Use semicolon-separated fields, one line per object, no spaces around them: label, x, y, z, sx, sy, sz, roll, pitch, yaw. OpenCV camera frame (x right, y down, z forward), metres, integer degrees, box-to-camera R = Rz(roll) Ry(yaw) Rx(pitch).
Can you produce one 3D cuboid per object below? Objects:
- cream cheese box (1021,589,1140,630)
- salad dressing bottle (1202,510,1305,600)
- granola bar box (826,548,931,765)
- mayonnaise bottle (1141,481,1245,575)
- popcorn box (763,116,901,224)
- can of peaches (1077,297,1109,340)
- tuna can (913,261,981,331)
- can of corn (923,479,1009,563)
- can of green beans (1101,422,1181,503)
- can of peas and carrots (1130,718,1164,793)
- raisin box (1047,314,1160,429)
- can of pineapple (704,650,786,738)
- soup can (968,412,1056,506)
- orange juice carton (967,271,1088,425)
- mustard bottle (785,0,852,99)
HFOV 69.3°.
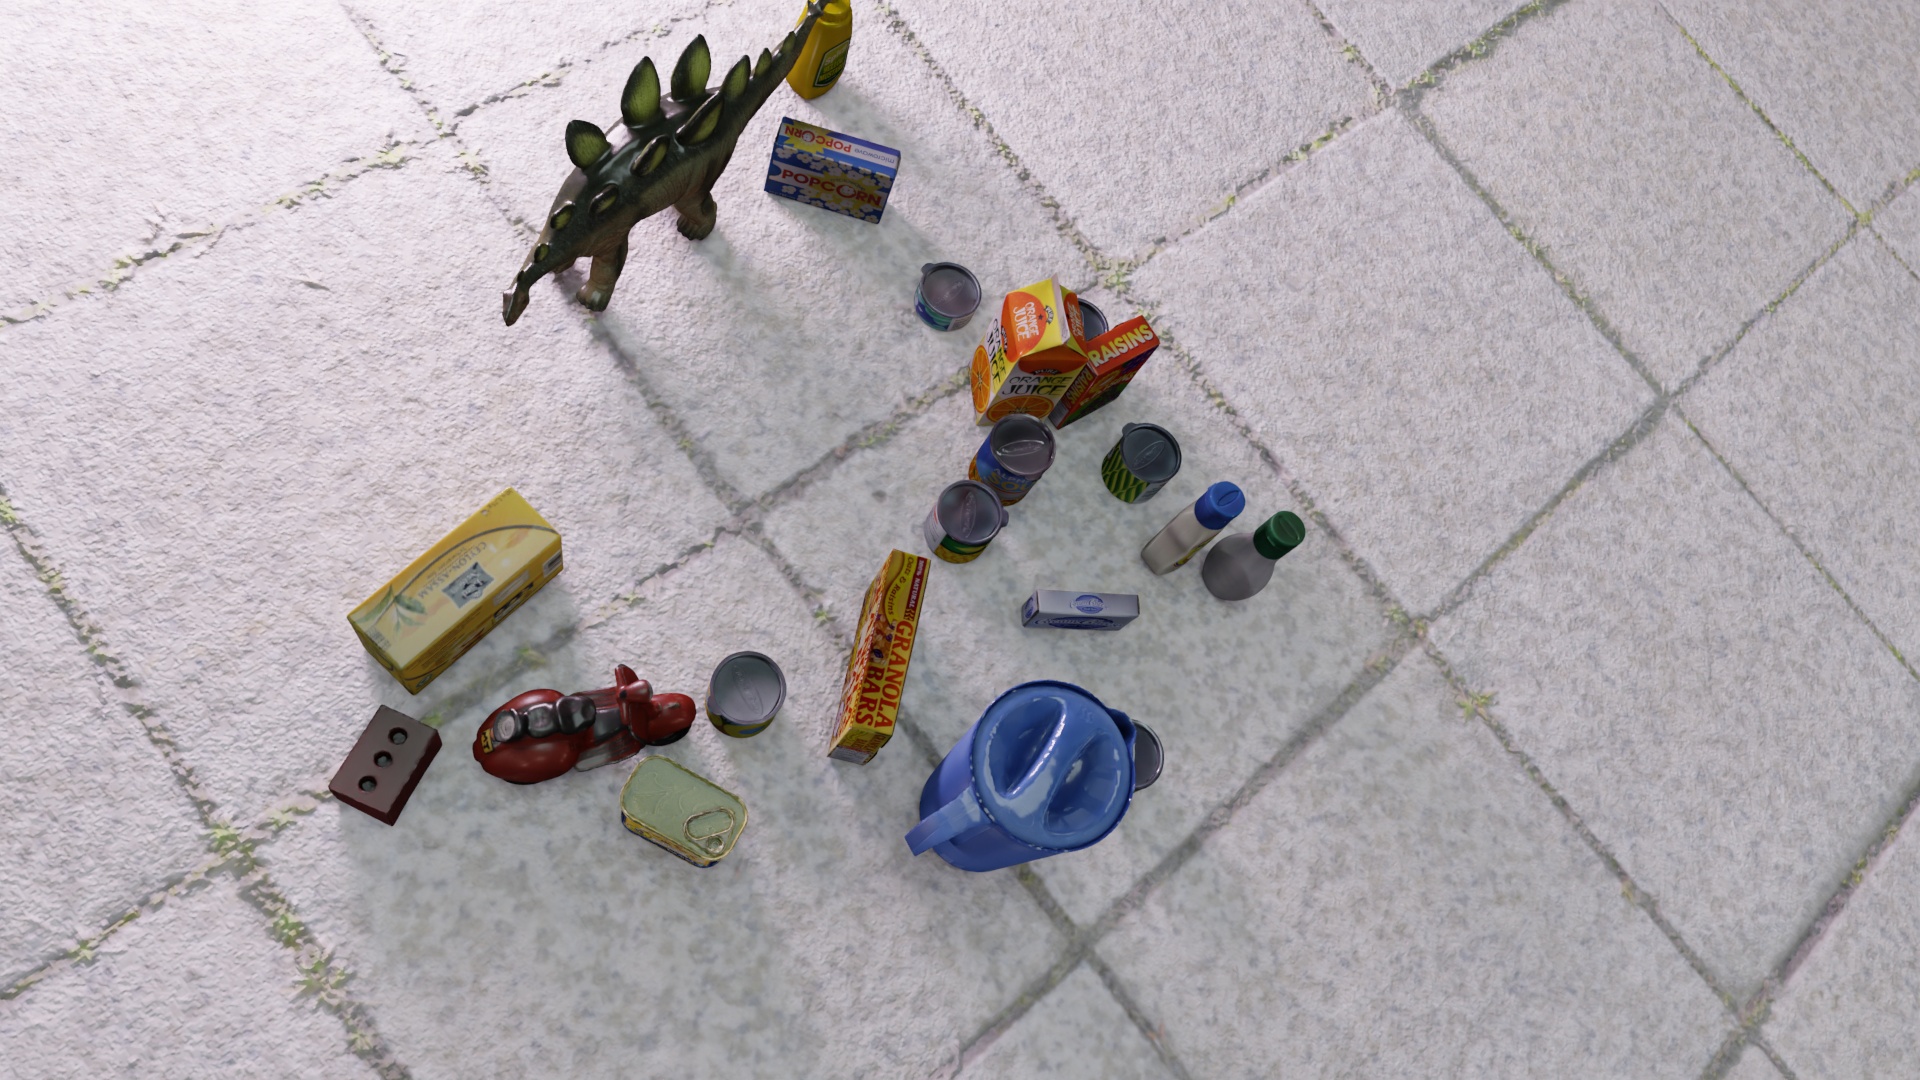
cream cheese box;0.115;0.068;1.338;0.104;0.053;0.024;3;69;-14
salad dressing bottle;0.287;0.014;1.356;0.044;0.147;0.064;-33;81;-24
granola bar box;-0.072;0.106;1.232;0.039;0.123;0.166;16;66;-9
mayonnaise bottle;0.229;-0.013;1.350;0.065;0.147;0.041;-31;80;-24
popcorn box;-0.132;-0.379;1.427;0.127;0.085;0.038;14;67;-10
can of peaches;0.112;-0.211;1.445;0.071;0.057;0.071;5;68;-14
tuna can;-0.016;-0.254;1.440;0.071;0.032;0.071;5;68;-14
can of corn;0.005;-0.017;1.338;0.071;0.058;0.071;5;68;-14
can of green beans;0.183;-0.078;1.413;0.071;0.057;0.071;5;68;-14
can of peas and carrots;0.146;0.204;1.290;0.071;0.058;0.071;5;68;-14
raisin box;0.139;-0.169;1.400;0.086;0.123;0.040;-28;79;-23
can of pineapple;-0.192;0.137;1.222;0.071;0.057;0.071;5;68;-14
soup can;0.050;-0.075;1.360;0.071;0.083;0.071;5;68;-14
orange juice carton;0.069;-0.182;1.347;0.073;0.192;0.072;-2;70;-16
mustard bottle;-0.143;-0.527;1.441;0.049;0.159;0.065;46;65;5
